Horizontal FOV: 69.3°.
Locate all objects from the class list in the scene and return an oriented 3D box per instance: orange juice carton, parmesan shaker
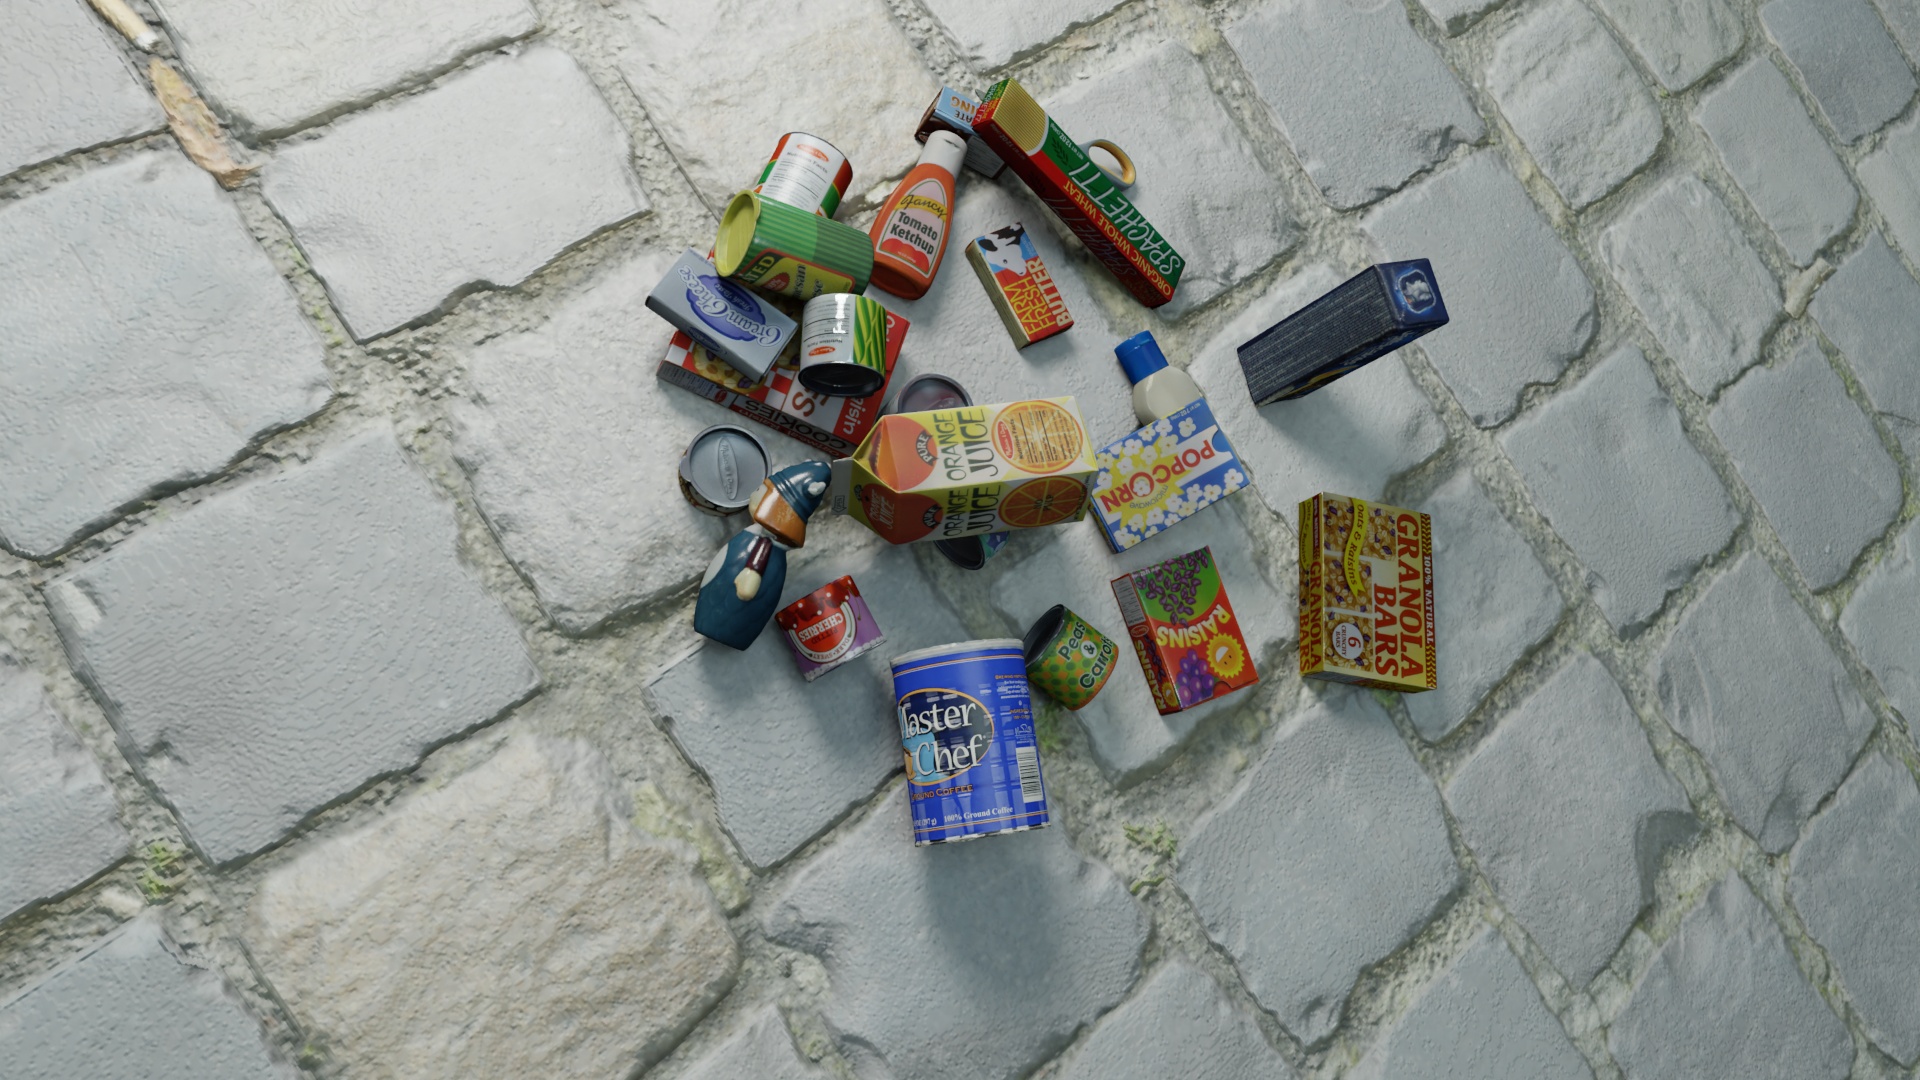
[{"bbox_3d":[-0.002,-0.051,1.045,0.193,0.071,0.073,-7,59,-11],"label":"orange juice carton"},{"bbox_3d":[-0.123,-0.218,1.048,0.103,0.071,0.071,13,71,-33],"label":"parmesan shaker"}]

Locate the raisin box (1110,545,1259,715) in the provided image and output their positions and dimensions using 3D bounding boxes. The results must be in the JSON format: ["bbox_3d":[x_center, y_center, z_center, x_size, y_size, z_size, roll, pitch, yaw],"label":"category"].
[{"bbox_3d":[0.190,0.076,1.175,0.086,0.040,0.123,-17,84,-27],"label":"raisin box"}]

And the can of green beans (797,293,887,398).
[{"bbox_3d":[-0.089,-0.148,1.055,0.071,0.071,0.058,8,72,-21],"label":"can of green beans"}]

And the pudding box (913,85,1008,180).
[{"bbox_3d":[0.008,-0.354,1.210,0.084,0.049,0.030,24,67,-16],"label":"pudding box"}]

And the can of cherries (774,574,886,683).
[{"bbox_3d":[-0.098,0.066,1.036,0.072,0.071,0.058,-27,87,-27],"label":"can of cherries"}]

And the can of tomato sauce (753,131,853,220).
[{"bbox_3d":[-0.133,-0.274,1.120,0.071,0.071,0.083,28,67,-14],"label":"can of tomato sauce"}]

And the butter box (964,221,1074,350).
[{"bbox_3d":[0.051,-0.220,1.206,0.053,0.024,0.103,-27,87,-26],"label":"butter box"}]

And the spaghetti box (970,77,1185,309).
[{"bbox_3d":[0.108,-0.296,1.204,0.249,0.028,0.050,38,63,-32],"label":"spaghetti box"}]

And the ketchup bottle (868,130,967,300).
[{"bbox_3d":[-0.034,-0.278,1.175,0.065,0.043,0.149,26,67,-15],"label":"ketchup bottle"}]

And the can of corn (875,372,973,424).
[{"bbox_3d":[-0.028,-0.092,1.117,0.071,0.058,0.071,6,73,-22],"label":"can of corn"}]

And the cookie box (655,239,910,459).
[{"bbox_3d":[-0.137,-0.152,1.097,0.167,0.040,0.123,24,67,-16],"label":"cookie box"}]

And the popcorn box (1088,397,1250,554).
[{"bbox_3d":[0.167,-0.054,1.177,0.127,0.038,0.085,-28,87,-3],"label":"popcorn box"}]

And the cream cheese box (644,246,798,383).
[{"bbox_3d":[-0.179,-0.170,1.048,0.104,0.024,0.053,35,66,-9],"label":"cream cheese box"}]

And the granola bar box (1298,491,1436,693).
[{"bbox_3d":[0.368,0.049,1.259,0.124,0.039,0.166,10,72,-20],"label":"granola bar box"}]

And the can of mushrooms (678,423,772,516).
[{"bbox_3d":[-0.181,-0.053,1.054,0.071,0.033,0.071,6,74,-22],"label":"can of mushrooms"}]

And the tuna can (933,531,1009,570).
[{"bbox_3d":[0.004,-0.014,1.104,0.033,0.071,0.071,-41,94,-28],"label":"tuna can"}]

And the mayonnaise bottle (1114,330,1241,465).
[{"bbox_3d":[0.187,-0.113,1.225,0.065,0.041,0.148,-28,87,-21],"label":"mayonnaise bottle"}]

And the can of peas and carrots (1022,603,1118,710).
[{"bbox_3d":[0.085,0.093,1.108,0.058,0.070,0.071,36,65,-11],"label":"can of peas and carrots"}]
